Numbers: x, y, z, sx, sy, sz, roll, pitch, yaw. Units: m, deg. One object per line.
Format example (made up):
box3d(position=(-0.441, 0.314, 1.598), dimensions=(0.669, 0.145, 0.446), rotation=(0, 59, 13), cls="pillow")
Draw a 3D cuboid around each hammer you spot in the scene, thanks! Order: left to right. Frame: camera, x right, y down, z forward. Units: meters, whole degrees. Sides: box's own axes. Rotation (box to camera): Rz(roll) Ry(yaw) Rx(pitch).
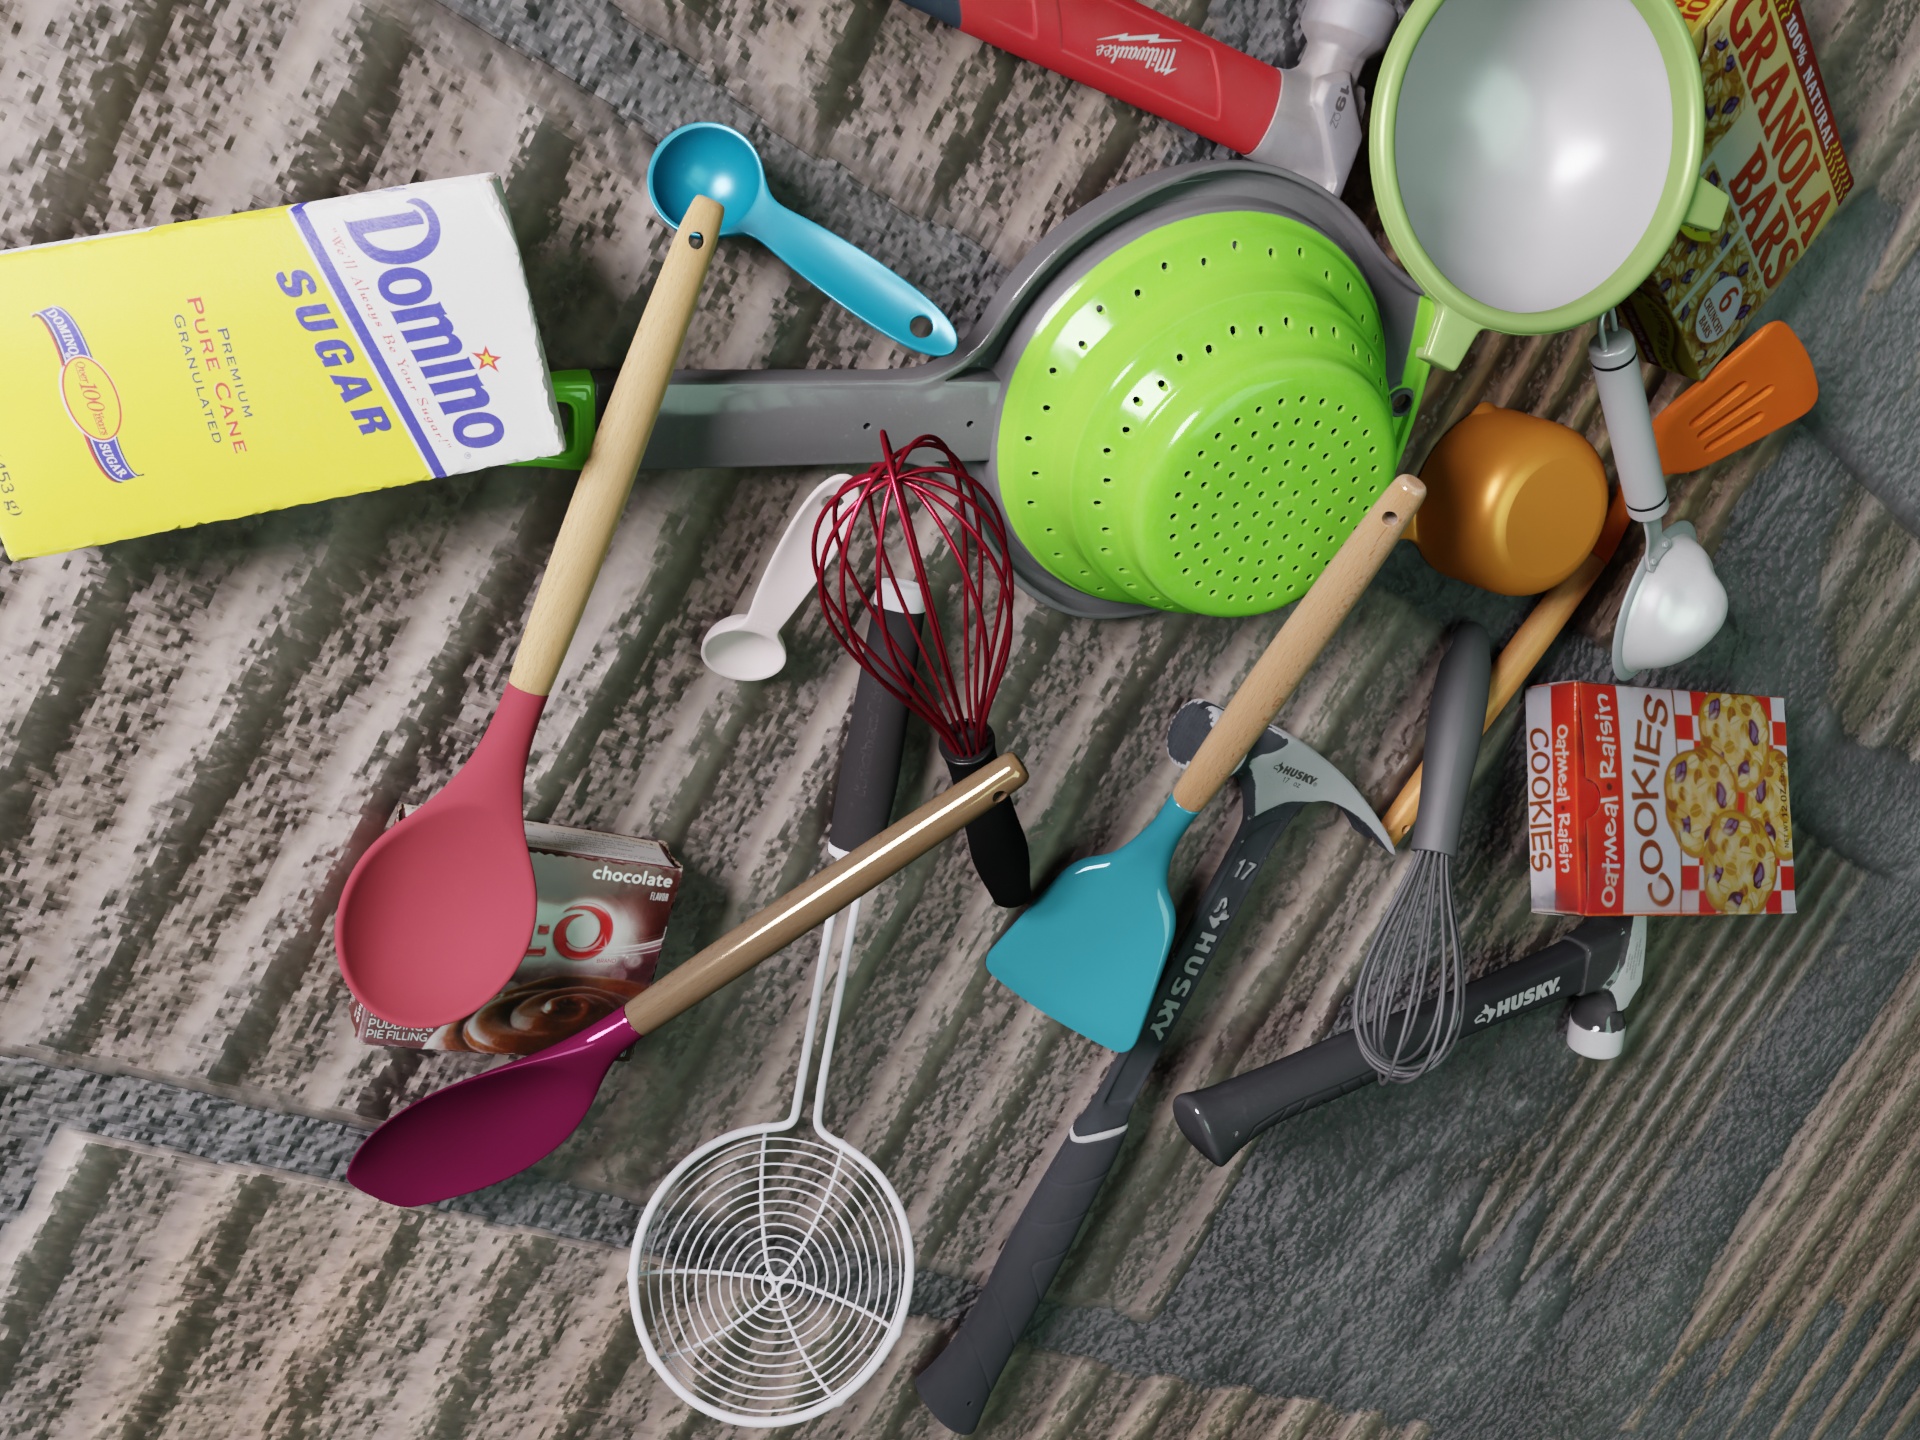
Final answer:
box3d(position=(-0.010, -0.260, 0.582), dimensions=(0.386, 0.038, 0.143), rotation=(11, 107, -29), cls="hammer")
box3d(position=(0.083, 0.192, 0.815), dimensions=(0.149, 0.036, 0.409), rotation=(21, 101, -32), cls="hammer")
box3d(position=(0.254, 0.163, 0.865), dimensions=(0.334, 0.035, 0.146), rotation=(-14, 116, -28), cls="hammer")

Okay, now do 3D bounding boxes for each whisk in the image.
box3d(position=(-0.001, -0.002, 0.633), dimensions=(0.073, 0.073, 0.295), rotation=(-32, 145, -11), cls="whisk")
box3d(position=(0.236, 0.064, 0.794), dimensions=(0.055, 0.055, 0.239), rotation=(18, 79, -31), cls="whisk")

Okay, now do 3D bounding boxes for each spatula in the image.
box3d(position=(0.108, 0.024, 0.680), dimensions=(0.082, 0.044, 0.317), rotation=(32, 131, 5), cls="spatula")
box3d(position=(0.320, -0.061, 0.822), dimensions=(0.081, 0.041, 0.322), rotation=(31, 96, -44), cls="spatula")

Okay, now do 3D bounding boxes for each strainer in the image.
box3d(position=(0.195, -0.277, 0.626), dimensions=(0.151, 0.069, 0.256), rotation=(-29, 108, -10), cls="strainer")
box3d(position=(0.332, -0.098, 0.764), dimensions=(0.087, 0.050, 0.258), rotation=(-51, 134, -16), cls="strainer")

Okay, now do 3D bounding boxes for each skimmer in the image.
box3d(position=(-0.060, 0.122, 0.683), dimensions=(0.127, 0.090, 0.363), rotation=(12, 105, 3), cls="skimmer")

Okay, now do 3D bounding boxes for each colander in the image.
box3d(position=(0.029, -0.103, 0.613), dimensions=(0.397, 0.095, 0.204), rotation=(-5, 127, -19), cls="colander")

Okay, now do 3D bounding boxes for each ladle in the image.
box3d(position=(-0.147, -0.035, 0.569), dimensions=(0.069, 0.031, 0.315), rotation=(20, 100, -20), cls="ladle")

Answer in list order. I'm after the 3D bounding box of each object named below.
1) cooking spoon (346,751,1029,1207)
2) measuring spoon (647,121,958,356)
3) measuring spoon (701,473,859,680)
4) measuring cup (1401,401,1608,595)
box3d(position=(-0.108, 0.105, 0.629), dimensions=(0.319, 0.017, 0.068), rotation=(-34, 134, 7), cls="cooking spoon")
box3d(position=(-0.055, -0.168, 0.577), dimensions=(0.128, 0.021, 0.042), rotation=(34, 87, -1), cls="measuring spoon")
box3d(position=(-0.067, -0.057, 0.614), dimensions=(0.034, 0.018, 0.124), rotation=(16, 139, -22), cls="measuring spoon")
box3d(position=(0.234, -0.092, 0.760), dimensions=(0.173, 0.052, 0.095), rotation=(-19, 117, -21), cls="measuring cup")
